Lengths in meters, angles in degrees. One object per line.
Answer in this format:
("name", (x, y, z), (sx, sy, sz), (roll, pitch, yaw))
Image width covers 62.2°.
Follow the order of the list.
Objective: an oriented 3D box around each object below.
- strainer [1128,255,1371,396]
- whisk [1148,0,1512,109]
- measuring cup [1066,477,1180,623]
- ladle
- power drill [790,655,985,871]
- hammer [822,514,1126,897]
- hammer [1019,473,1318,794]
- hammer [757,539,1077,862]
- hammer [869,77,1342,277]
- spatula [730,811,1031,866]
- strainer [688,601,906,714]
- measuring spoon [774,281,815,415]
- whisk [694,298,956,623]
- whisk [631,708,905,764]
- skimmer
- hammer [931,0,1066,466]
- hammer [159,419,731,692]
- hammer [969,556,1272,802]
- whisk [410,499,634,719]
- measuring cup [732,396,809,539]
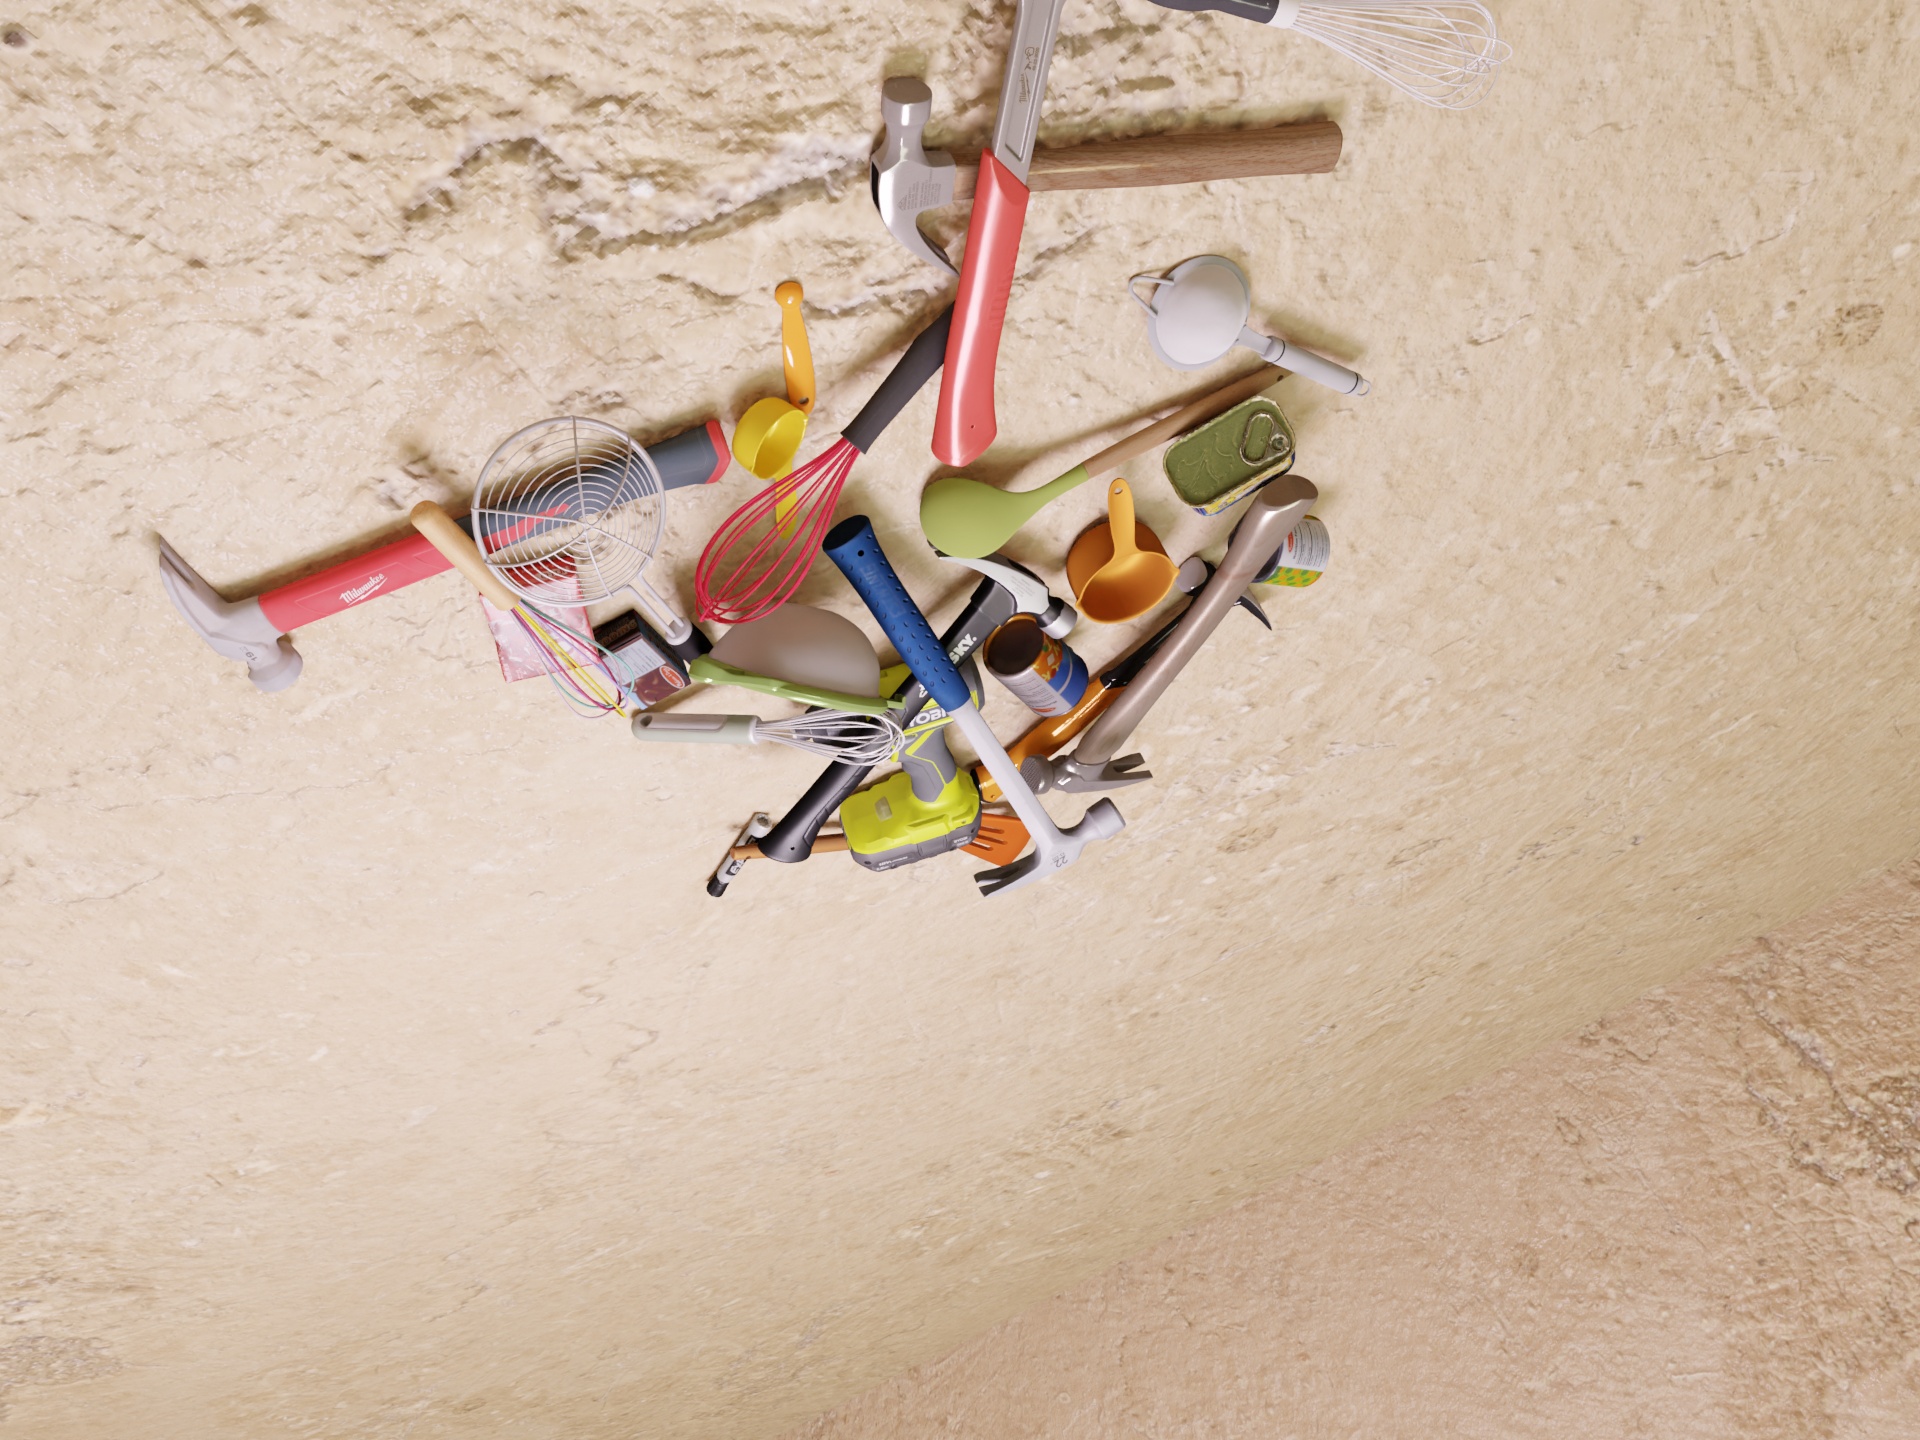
("strainer", (0.233, -0.286, 1.211), (0.258, 0.050, 0.087), (10, 116, -38))
("whisk", (0.228, -0.443, 1.000), (0.284, 0.070, 0.070), (3, 138, -23))
("measuring cup", (0.129, -0.155, 1.328), (0.095, 0.052, 0.173), (-19, 143, -4))
("ladle", (0.116, -0.217, 1.258), (0.320, 0.062, 0.078), (-27, 145, -4))
("power drill", (-0.061, 0.038, 1.466), (0.171, 0.080, 0.223), (-17, 141, -8))
("hammer", (-0.002, -0.004, 1.329), (0.144, 0.035, 0.405), (-33, 126, 1))
("hammer", (0.201, -0.064, 1.422), (0.146, 0.038, 0.410), (-4, 145, -33))
("hammer", (-0.059, -0.007, 1.350), (0.146, 0.035, 0.334), (34, 104, -33))
("hammer", (0.101, -0.365, 1.050), (0.331, 0.031, 0.130), (-10, 143, -17))
("spatula", (-0.076, 0.124, 1.586), (0.322, 0.041, 0.081), (-4, 142, -32))
("strainer", (-0.135, -0.055, 1.171), (0.151, 0.069, 0.256), (15, -177, 14))
("measuring spoon", (-0.113, -0.253, 1.102), (0.021, 0.011, 0.116), (-15, 145, -10))
("whisk", (-0.089, -0.181, 1.125), (0.296, 0.073, 0.073), (-49, 140, 6))
("whisk", (-0.162, 0.008, 1.316), (0.246, 0.058, 0.059), (1, 143, 18))
("skimmer", (-0.240, -0.103, 1.161), (0.127, 0.090, 0.363), (-45, 167, -6))
("hammer", (0.014, -0.313, 1.007), (0.149, 0.037, 0.358), (-8, 139, -20))
("hammer", (-0.349, -0.137, 1.109), (0.386, 0.038, 0.143), (-21, 143, -1))
("hammer", (0.139, -0.024, 1.522), (0.337, 0.034, 0.127), (-40, 140, 24))
("whisk", (-0.308, -0.073, 1.141), (0.051, 0.047, 0.244), (-27, 139, 8))
("measuring cup", (-0.139, -0.182, 1.171), (0.062, 0.029, 0.156), (-49, 166, -20))
